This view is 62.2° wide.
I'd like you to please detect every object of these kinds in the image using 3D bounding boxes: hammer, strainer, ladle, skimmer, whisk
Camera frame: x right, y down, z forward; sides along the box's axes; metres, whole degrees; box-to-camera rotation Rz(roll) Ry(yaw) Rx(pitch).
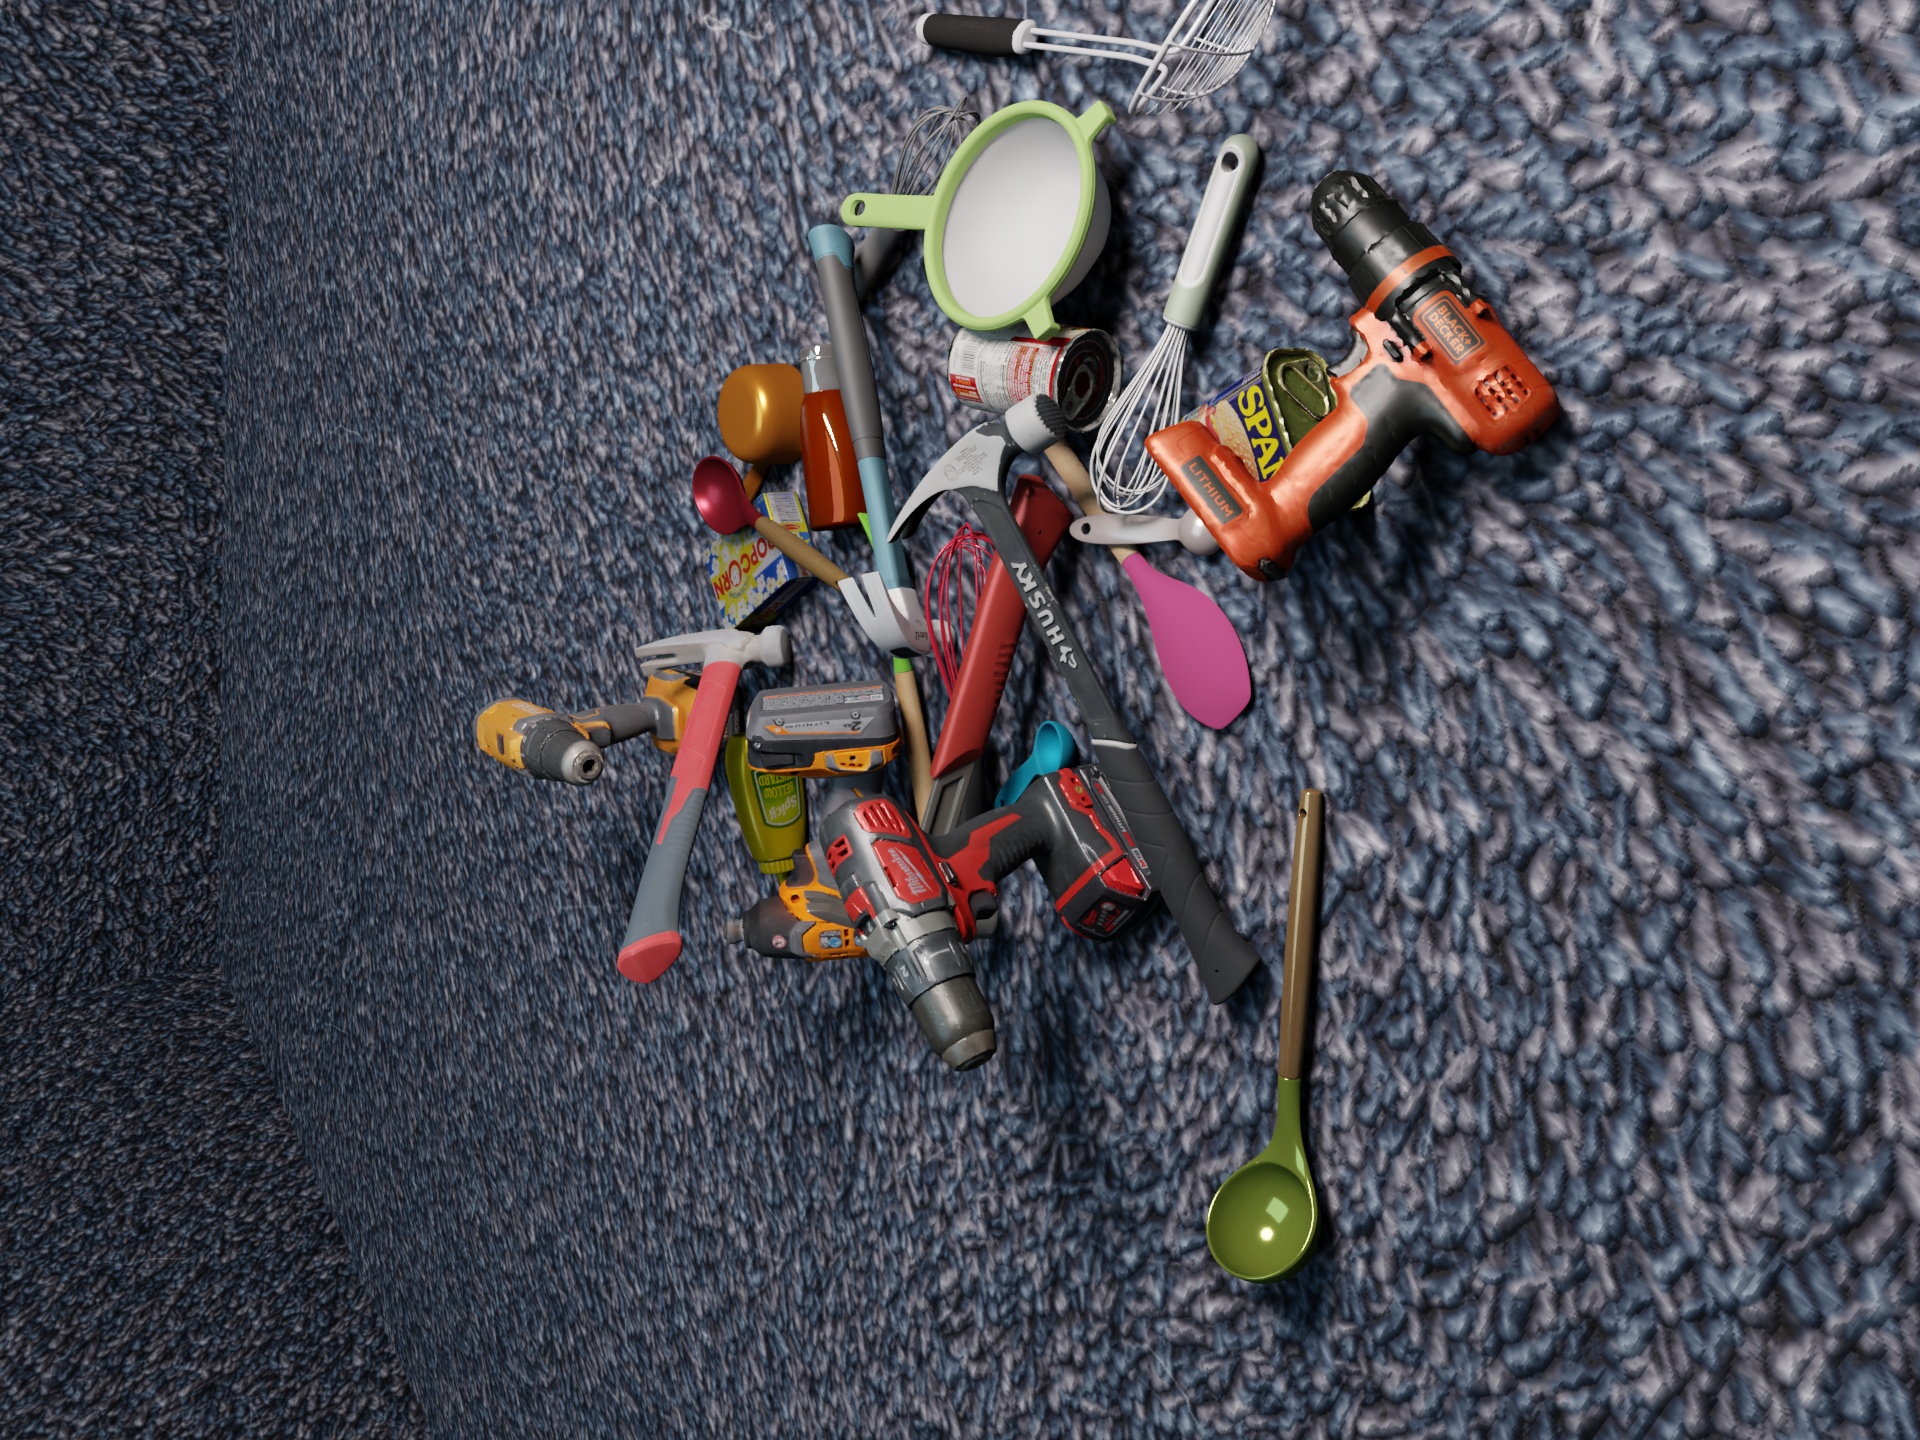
[{"bbox_3d":[0.087,-0.001,1.049,0.149,0.036,0.409,-28,88,34],"label":"hammer"},{"bbox_3d":[-0.002,-0.004,1.147,0.037,0.149,0.359,-116,39,-63],"label":"hammer"},{"bbox_3d":[0.016,-0.341,1.101,0.257,0.069,0.151,22,100,46],"label":"strainer"},{"bbox_3d":[-0.154,-0.155,1.306,0.316,0.031,0.069,38,131,54],"label":"ladle"},{"bbox_3d":[0.062,-0.452,1.010,0.364,0.090,0.127,33,89,47],"label":"skimmer"},{"bbox_3d":[0.201,0.201,1.001,0.078,0.062,0.320,15,106,50],"label":"ladle"},{"bbox_3d":[-0.069,-0.210,1.205,0.033,0.128,0.331,-12,87,23],"label":"hammer"},{"bbox_3d":[-0.049,-0.382,1.208,0.239,0.055,0.055,-41,65,53],"label":"whisk"},{"bbox_3d":[0.135,-0.242,0.998,0.058,0.059,0.246,33,118,30],"label":"whisk"},{"bbox_3d":[0.008,-0.005,1.205,0.073,0.073,0.295,25,123,47],"label":"whisk"},{"bbox_3d":[-0.238,0.056,1.307,0.387,0.143,0.038,-84,-17,-48],"label":"hammer"}]

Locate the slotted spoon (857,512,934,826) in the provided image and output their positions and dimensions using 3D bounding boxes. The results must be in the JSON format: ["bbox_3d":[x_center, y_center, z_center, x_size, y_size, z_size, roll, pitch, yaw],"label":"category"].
[{"bbox_3d":[-0.041,-0.014,1.284,0.070,0.031,0.314,-126,27,-84],"label":"slotted spoon"}]

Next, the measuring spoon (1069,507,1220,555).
[{"bbox_3d":[0.119,-0.126,1.047,0.124,0.018,0.034,6,91,40],"label":"measuring spoon"}]

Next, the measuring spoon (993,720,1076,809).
[{"bbox_3d":[0.056,0.042,1.188,0.128,0.021,0.042,127,137,-54],"label":"measuring spoon"}]

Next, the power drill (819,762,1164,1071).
[{"bbox_3d":[0.032,0.124,1.058,0.188,0.226,0.080,61,139,24],"label":"power drill"}]

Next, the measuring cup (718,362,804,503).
[{"bbox_3d":[-0.191,-0.239,1.410,0.095,0.052,0.173,58,135,27],"label":"measuring cup"}]

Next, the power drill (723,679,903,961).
[{"bbox_3d":[-0.117,0.090,1.278,0.084,0.164,0.226,-107,12,-70],"label":"power drill"}]

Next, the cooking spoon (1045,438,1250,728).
[{"bbox_3d":[0.103,-0.129,1.084,0.068,0.017,0.319,-52,57,40],"label":"cooking spoon"}]

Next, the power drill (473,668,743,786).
[{"bbox_3d":[-0.312,0.011,1.476,0.185,0.226,0.084,16,111,50],"label":"power drill"}]
